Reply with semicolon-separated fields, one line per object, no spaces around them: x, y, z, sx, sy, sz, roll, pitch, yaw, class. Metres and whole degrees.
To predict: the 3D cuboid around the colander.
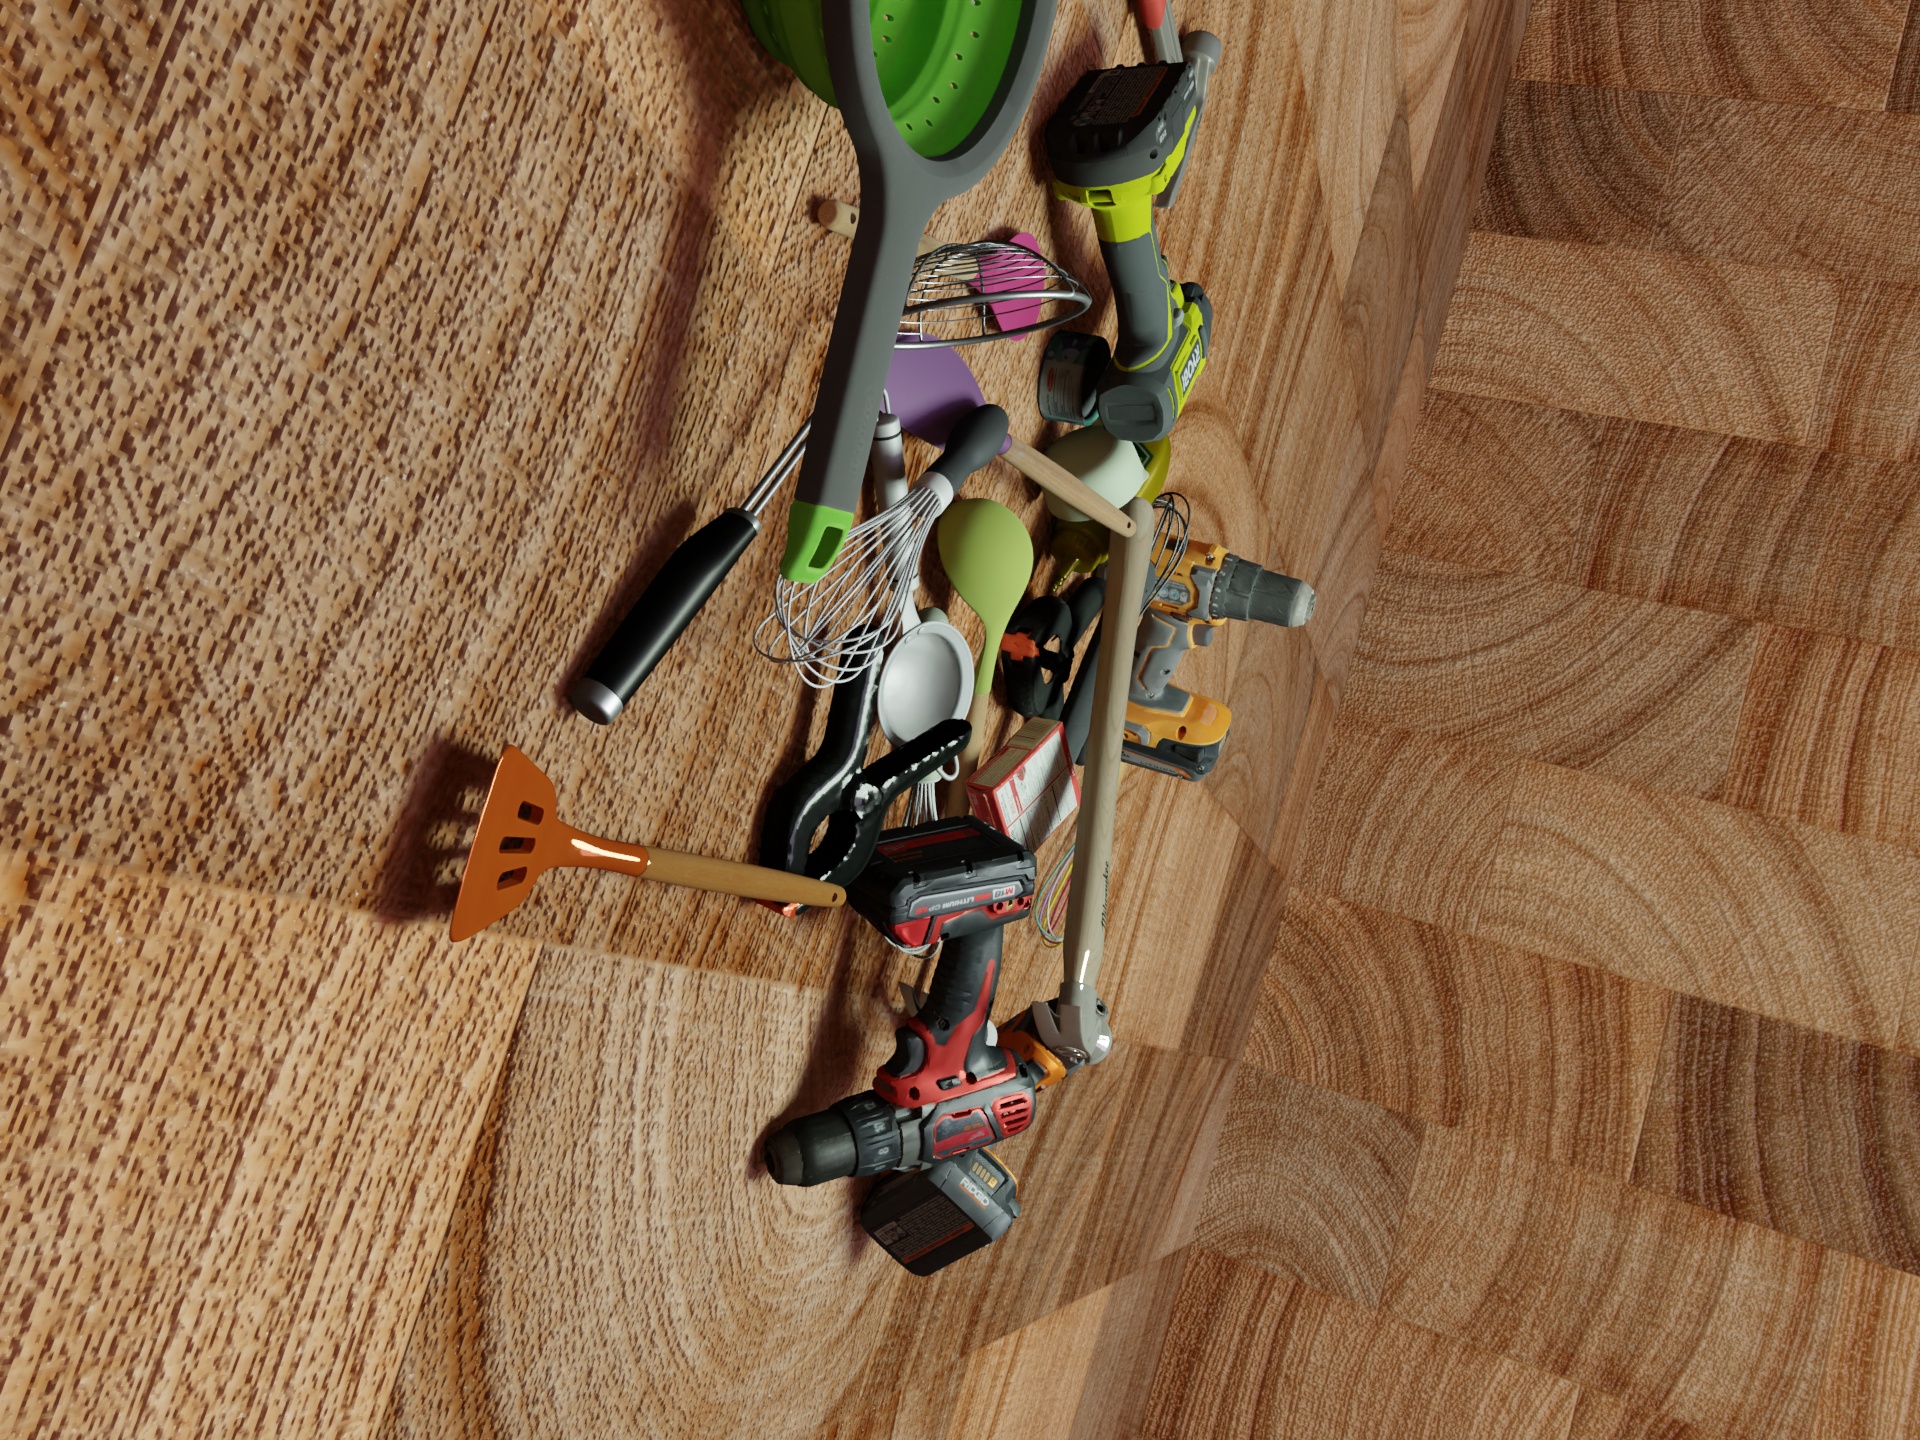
-0.054;-0.263;0.708;0.204;0.094;0.397;-1;107;-68;colander

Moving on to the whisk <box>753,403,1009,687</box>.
-0.028;-0.107;0.864;0.285;0.070;0.070;-56;152;-48;whisk

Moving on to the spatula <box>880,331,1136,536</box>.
0.040;-0.173;1.031;0.315;0.018;0.060;22;83;-55;spatula

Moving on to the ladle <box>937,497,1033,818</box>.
-0.002;-0.004;1.107;0.078;0.062;0.320;-42;148;-52;ladle

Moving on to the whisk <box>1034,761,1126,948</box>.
0.120;0.106;1.491;0.047;0.051;0.245;111;1;-59;whisk

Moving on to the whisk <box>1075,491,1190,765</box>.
0.136;-0.075;1.311;0.055;0.055;0.239;9;99;-69;whisk

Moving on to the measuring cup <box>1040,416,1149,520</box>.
0.100;-0.218;1.198;0.038;0.083;0.168;60;29;-42;measuring cup

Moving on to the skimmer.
-0.058;-0.120;0.793;0.090;0.127;0.363;49;58;-28;skimmer

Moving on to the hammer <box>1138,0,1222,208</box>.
0.126;-0.516;1.091;0.358;0.037;0.149;49;58;-66;hammer

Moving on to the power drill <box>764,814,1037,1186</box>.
-0.037;0.188;1.017;0.188;0.080;0.226;-9;111;-29;power drill

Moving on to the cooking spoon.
-0.006;-0.270;0.935;0.319;0.017;0.068;-17;118;-67;cooking spoon

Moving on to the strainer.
-0.034;-0.079;0.958;0.087;0.050;0.258;-35;132;-38;strainer

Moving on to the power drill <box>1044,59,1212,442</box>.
0.130;-0.333;1.115;0.171;0.080;0.223;-63;148;-41;power drill

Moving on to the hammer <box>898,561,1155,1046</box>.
0.061;0.058;1.215;0.409;0.036;0.149;-67;154;-9;hammer

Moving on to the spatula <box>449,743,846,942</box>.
-0.134;0.073;0.765;0.322;0.041;0.081;23;82;-61;spatula

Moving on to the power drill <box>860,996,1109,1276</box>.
0.030;0.306;1.233;0.164;0.084;0.226;-43;-175;41;power drill

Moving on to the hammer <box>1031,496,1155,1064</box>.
0.100;0.027;1.120;0.146;0.038;0.411;60;36;-66;hammer

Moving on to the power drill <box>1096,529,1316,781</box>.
0.208;-0.056;1.401;0.084;0.185;0.226;-55;154;-46;power drill

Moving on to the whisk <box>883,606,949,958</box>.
-0.025;0.045;1.059;0.057;0.059;0.246;-11;112;-37;whisk
